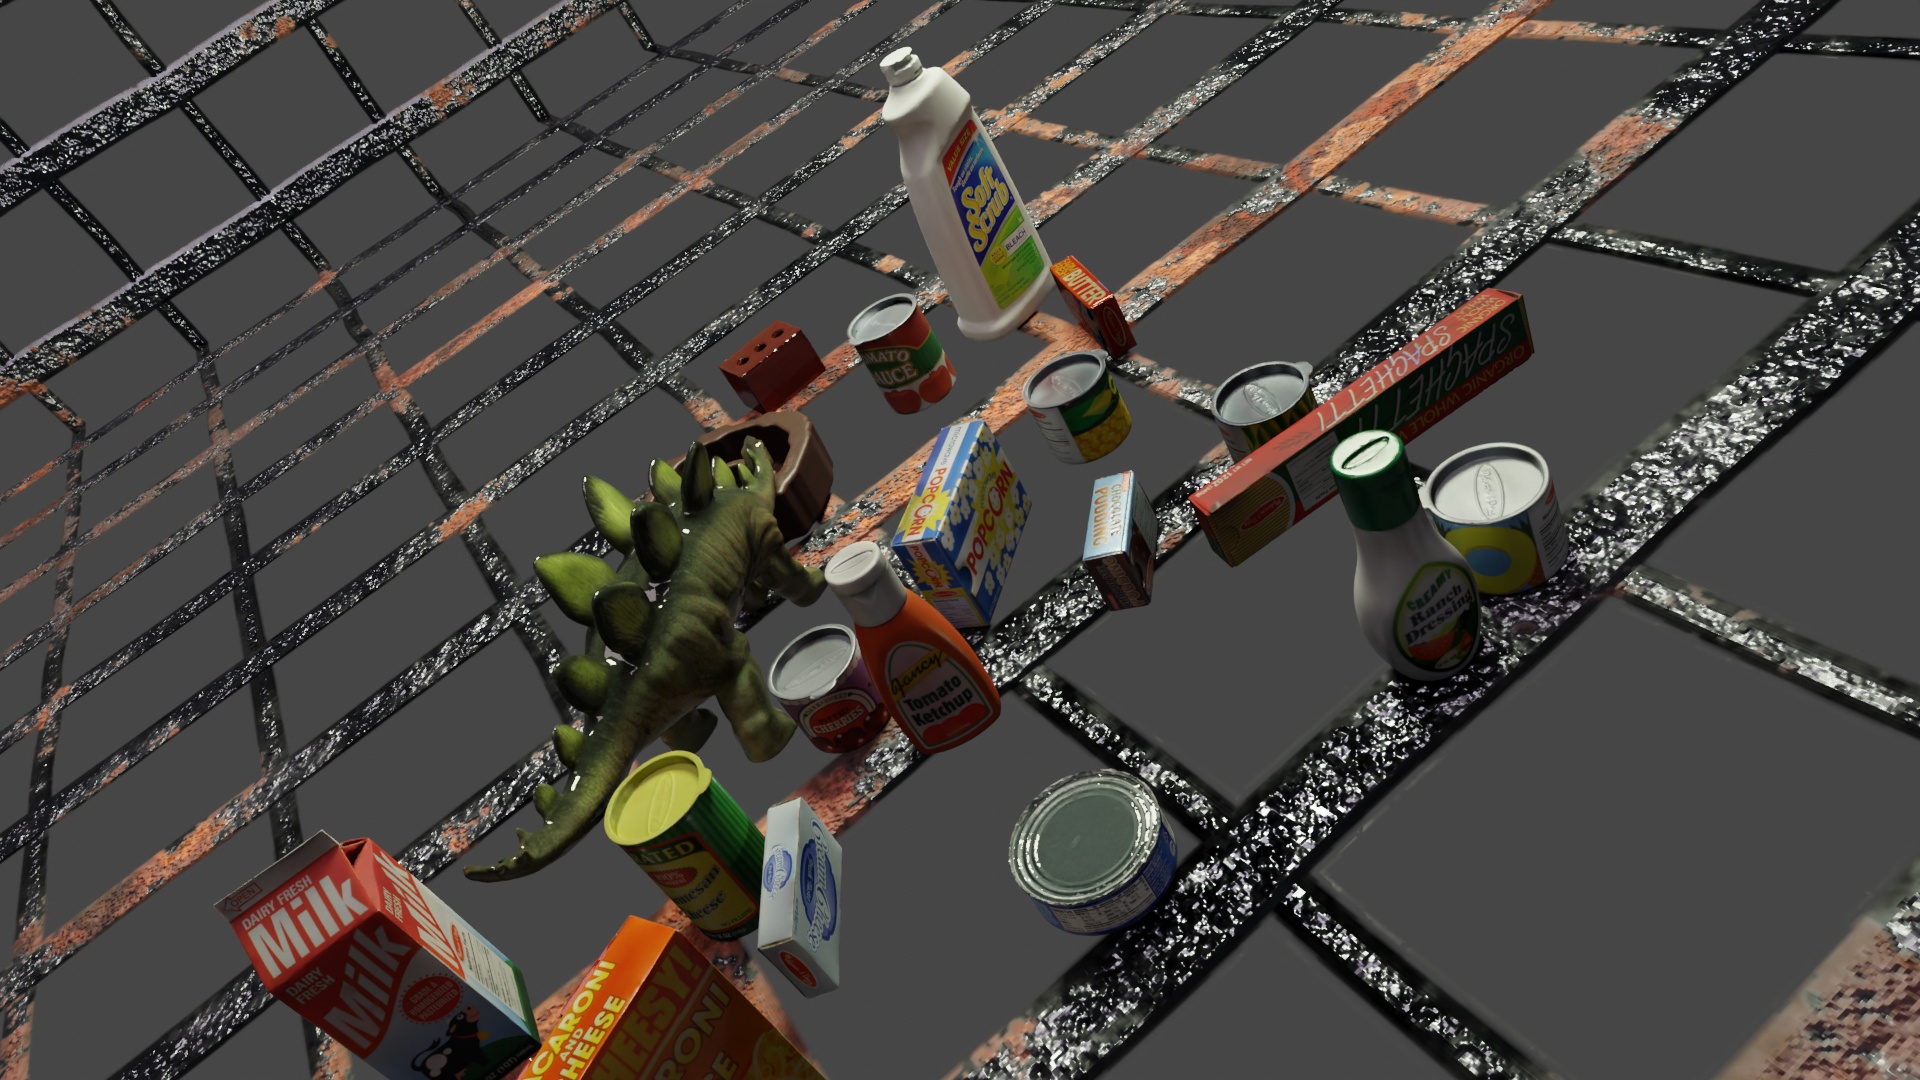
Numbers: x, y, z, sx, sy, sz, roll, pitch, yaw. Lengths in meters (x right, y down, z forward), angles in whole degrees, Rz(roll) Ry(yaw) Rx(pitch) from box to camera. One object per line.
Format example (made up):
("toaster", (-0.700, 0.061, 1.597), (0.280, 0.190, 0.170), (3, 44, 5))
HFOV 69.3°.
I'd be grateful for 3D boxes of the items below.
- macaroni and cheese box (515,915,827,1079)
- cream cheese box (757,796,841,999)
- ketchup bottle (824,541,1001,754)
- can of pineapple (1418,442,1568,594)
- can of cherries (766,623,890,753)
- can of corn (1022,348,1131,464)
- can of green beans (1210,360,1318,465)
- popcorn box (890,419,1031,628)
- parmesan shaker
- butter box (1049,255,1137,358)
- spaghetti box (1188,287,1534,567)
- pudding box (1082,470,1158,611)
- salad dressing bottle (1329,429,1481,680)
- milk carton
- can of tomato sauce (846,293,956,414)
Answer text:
("macaroni and cheese box", (-0.132, 0.273, 0.638), (0.040, 0.166, 0.124), (0, 45, 38))
("cream cheese box", (-0.091, 0.203, 0.796), (0.024, 0.053, 0.104), (-23, 35, 12))
("ketchup bottle", (-0.032, 0.064, 0.844), (0.065, 0.148, 0.044), (-29, 34, 4))
("can of pineapple", (0.297, -0.012, 0.774), (0.071, 0.057, 0.071), (-20, 35, 15))
("can of cherries", (-0.085, 0.100, 0.919), (0.071, 0.058, 0.072), (-20, 35, 15))
("can of corn", (0.090, -0.101, 1.043), (0.071, 0.058, 0.071), (-20, 35, 15))
("can of green beans", (0.207, -0.077, 0.924), (0.071, 0.057, 0.071), (-20, 35, 15))
("popcorn box", (0.003, -0.012, 0.971), (0.038, 0.085, 0.127), (-9, 40, 29))
("parmesan shaker", (-0.152, 0.182, 0.825), (0.071, 0.102, 0.072), (-20, 35, 15))
("butter box", (0.109, -0.195, 1.153), (0.024, 0.053, 0.104), (-30, 34, 1))
("spaghetti box", (0.259, -0.074, 0.888), (0.250, 0.050, 0.029), (-35, 34, -6))
("pudding box", (0.106, 0.000, 0.911), (0.030, 0.049, 0.084), (-14, 37, 24))
("salad dressing bottle", (0.228, 0.009, 0.719), (0.064, 0.147, 0.044), (-35, 34, -5))
("milk carton", (-0.335, 0.245, 0.806), (0.072, 0.189, 0.073), (-37, 34, -8))
("can of tomato sauce", (-0.051, -0.159, 1.201), (0.071, 0.082, 0.071), (-20, 35, 15))
